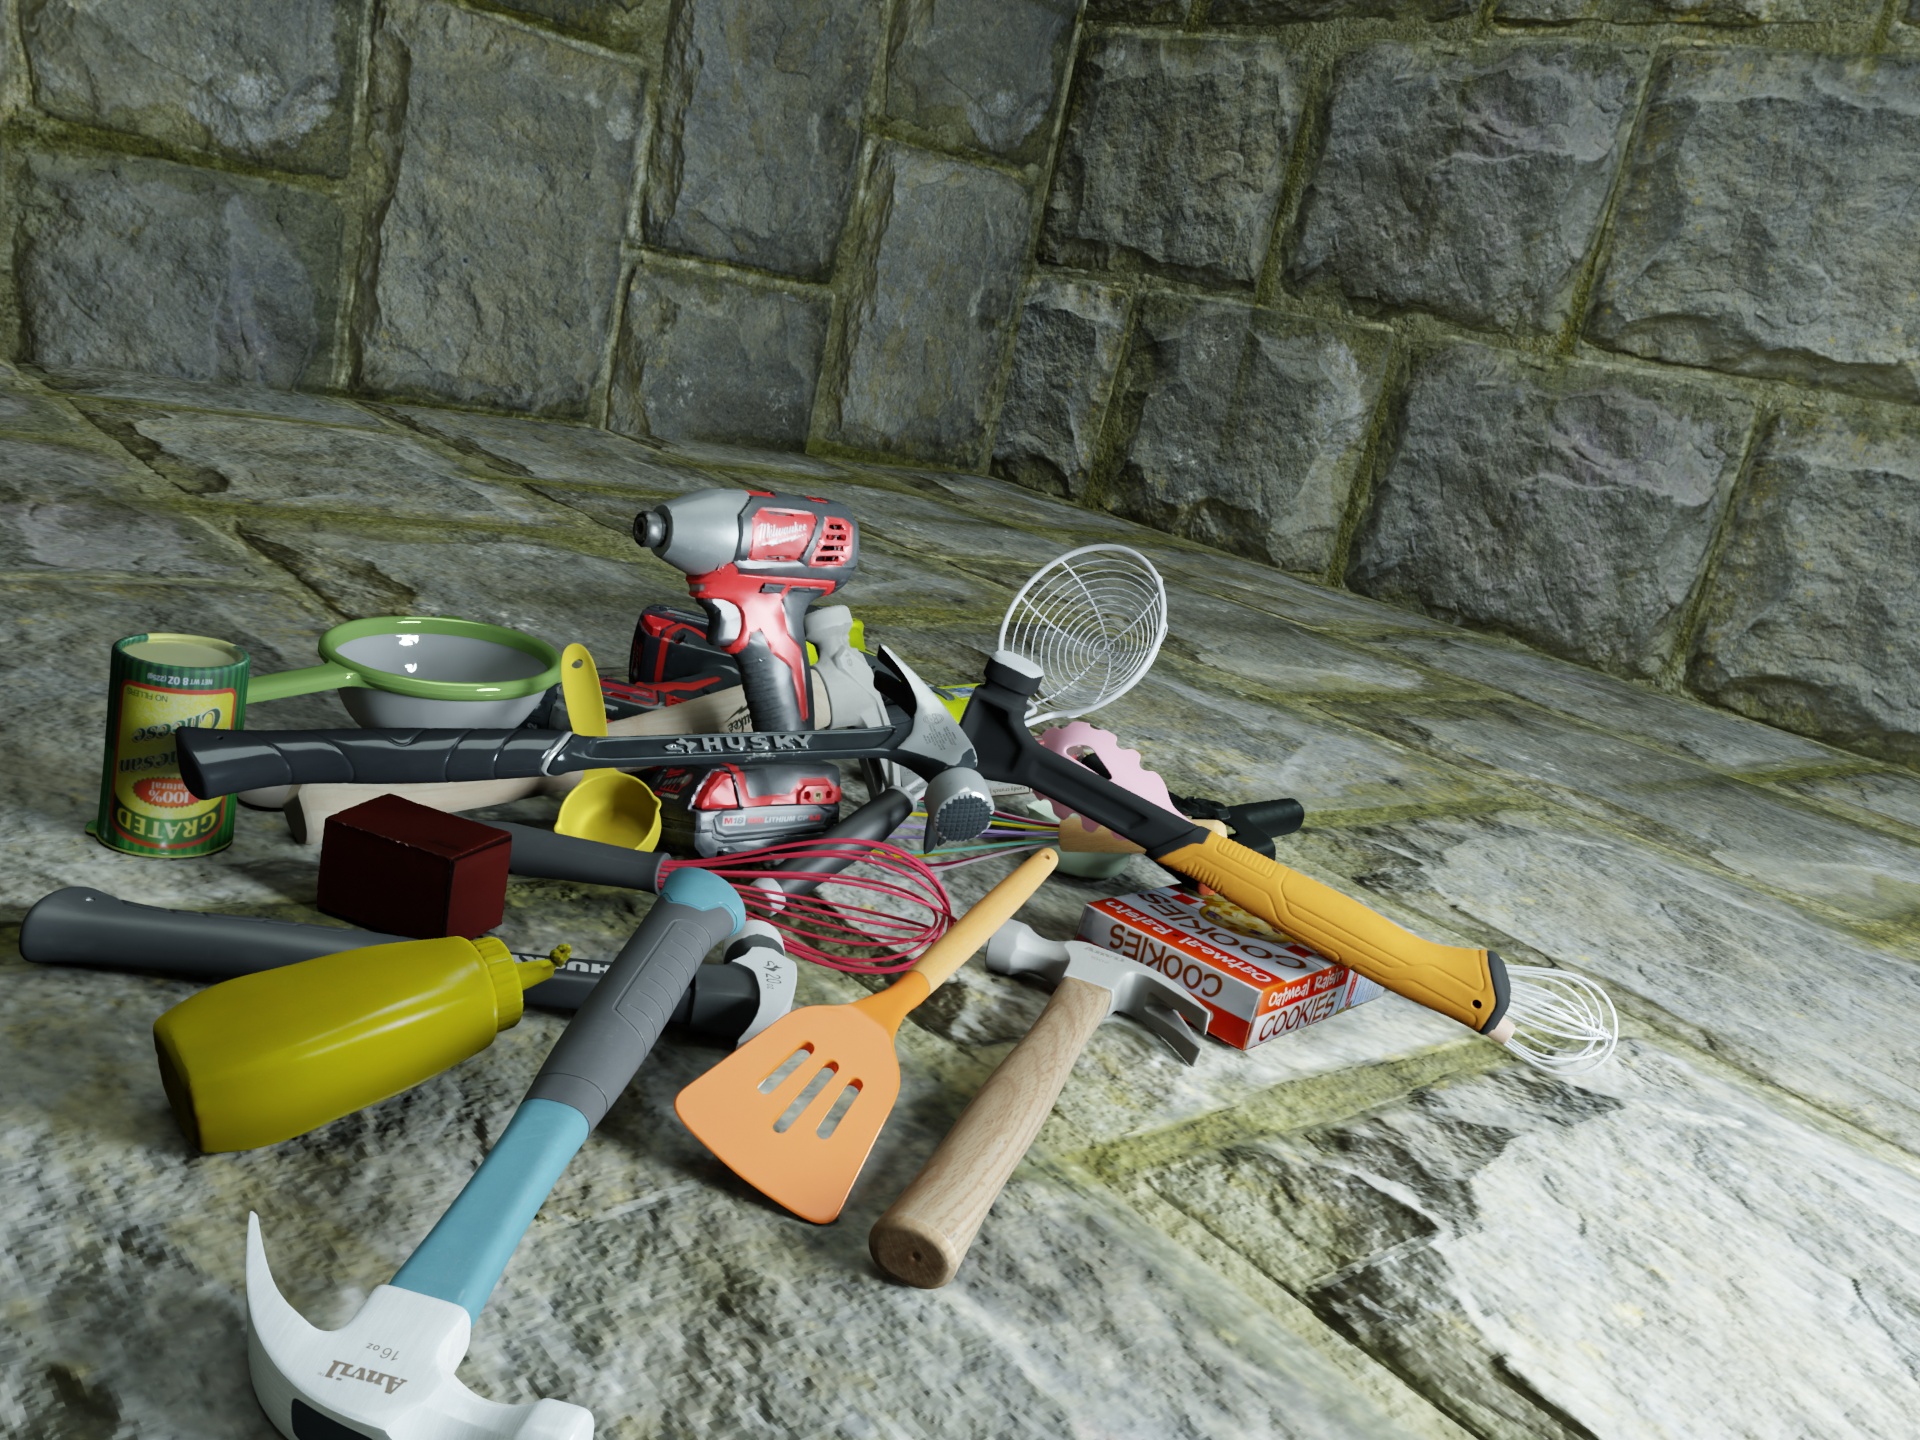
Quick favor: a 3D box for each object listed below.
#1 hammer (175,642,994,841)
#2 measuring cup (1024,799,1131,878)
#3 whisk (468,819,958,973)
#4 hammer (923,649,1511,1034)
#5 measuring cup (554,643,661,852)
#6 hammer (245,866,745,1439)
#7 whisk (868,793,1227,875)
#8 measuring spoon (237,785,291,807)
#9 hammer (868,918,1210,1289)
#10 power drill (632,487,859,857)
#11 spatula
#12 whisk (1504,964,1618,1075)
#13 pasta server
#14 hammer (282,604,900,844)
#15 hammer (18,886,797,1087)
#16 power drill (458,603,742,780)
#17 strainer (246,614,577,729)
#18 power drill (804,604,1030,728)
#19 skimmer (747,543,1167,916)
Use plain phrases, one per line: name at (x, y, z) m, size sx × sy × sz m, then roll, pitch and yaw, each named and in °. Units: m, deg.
hammer at (-0.194, 0.013, 0.846) m, size 0.408 × 0.036 × 0.149 m, roll -1°, pitch 36°, yaw -17°
measuring cup at (0.075, 0.076, 1.136) m, size 0.083 × 0.038 × 0.168 m, roll 11°, pitch 7°, yaw -9°
whisk at (-0.143, 0.086, 0.862) m, size 0.296 × 0.073 × 0.073 m, roll 8°, pitch 13°, yaw 10°
hammer at (0.140, 0.087, 0.888) m, size 0.337 × 0.127 × 0.034 m, roll 27°, pitch 16°, yaw 16°
measuring cup at (-0.216, 0.022, 0.947) m, size 0.062 × 0.029 × 0.157 m, roll -15°, pitch 58°, yaw -8°
hammer at (-0.146, 0.143, 0.597) m, size 0.128 × 0.033 × 0.331 m, roll 13°, pitch 23°, yaw 5°
whisk at (0.044, 0.072, 0.994) m, size 0.245 × 0.047 × 0.051 m, roll 0°, pitch 24°, yaw 18°
measuring spoon at (-0.372, 0.034, 0.954) m, size 0.034 × 0.018 × 0.124 m, roll 21°, pitch 16°, yaw 33°
hammer at (0.034, 0.169, 0.741) m, size 0.130 × 0.031 × 0.331 m, roll 15°, pitch 15°, yaw 14°
power drill at (-0.135, -0.031, 0.970) m, size 0.143 × 0.219 × 0.079 m, roll 1°, pitch 4°, yaw -39°
spatula at (-0.016, 0.124, 0.760) m, size 0.081 × 0.041 × 0.322 m, roll 34°, pitch 25°, yaw 12°
whisk at (0.286, 0.153, 0.981) m, size 0.246 × 0.059 × 0.057 m, roll 19°, pitch 2°, yaw 44°
pasta server at (0.174, 0.094, 0.920) m, size 0.316 × 0.060 × 0.040 m, roll 32°, pitch -2°, yaw 13°
hammer at (-0.210, 0.025, 1.000) m, size 0.410 × 0.146 × 0.038 m, roll -14°, pitch -7°, yaw -42°
hammer at (-0.240, 0.114, 0.720) m, size 0.334 × 0.035 × 0.146 m, roll 9°, pitch 14°, yaw -12°
power drill at (-0.245, -0.023, 1.174) m, size 0.188 × 0.080 × 0.227 m, roll 14°, pitch 17°, yaw 8°
strainer at (-0.364, -0.007, 0.981) m, size 0.152 × 0.069 × 0.256 m, roll 21°, pitch 21°, yaw 30°
power drill at (-0.080, -0.022, 1.303) m, size 0.229 × 0.080 × 0.190 m, roll 25°, pitch 18°, yaw 33°
skimmer at (-0.002, -0.003, 1.000) m, size 0.127 × 0.090 × 0.363 m, roll 17°, pitch 37°, yaw 38°
